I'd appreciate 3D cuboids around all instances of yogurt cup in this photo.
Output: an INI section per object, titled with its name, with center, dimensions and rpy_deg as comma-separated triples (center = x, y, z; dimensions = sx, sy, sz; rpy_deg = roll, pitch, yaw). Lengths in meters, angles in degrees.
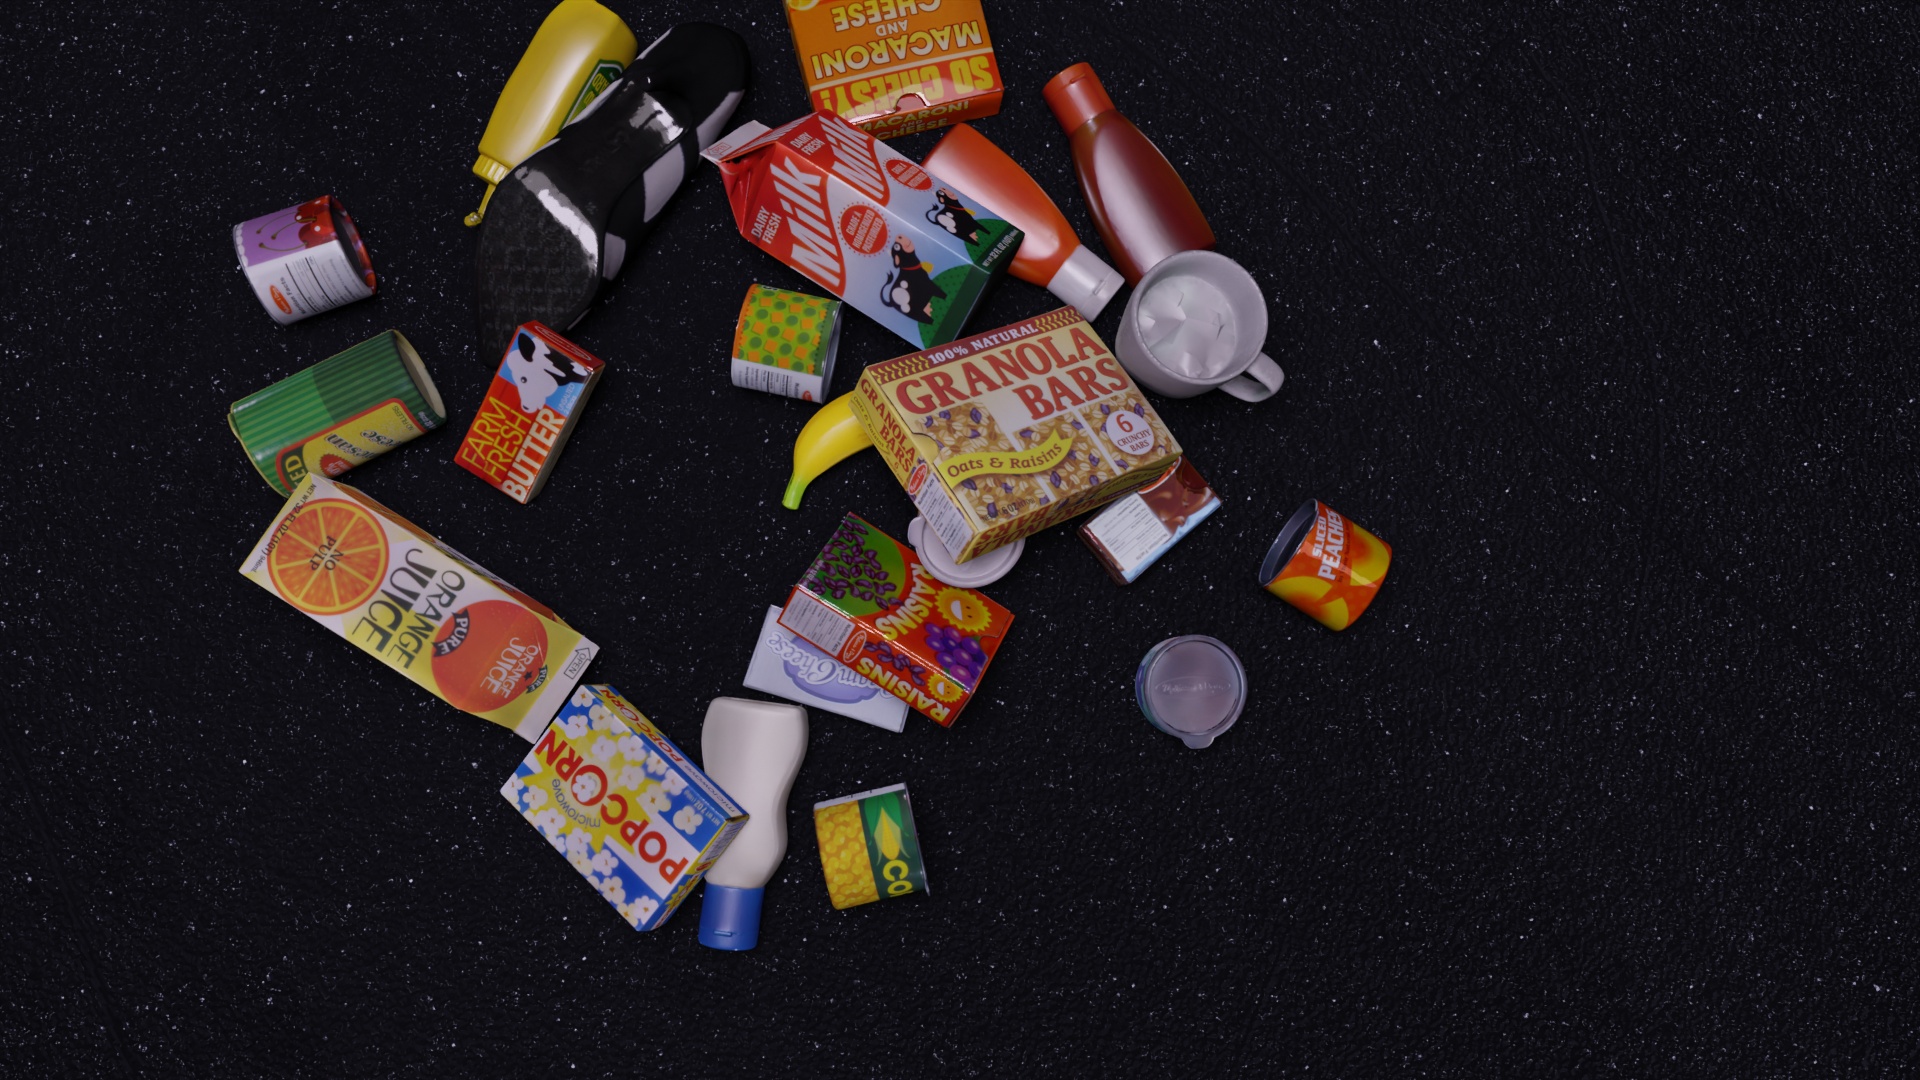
[yogurt cup]
center = 0.003, -0.011, 0.865
dimensions = 0.072, 0.054, 0.072
rpy_deg = -2, 110, -7

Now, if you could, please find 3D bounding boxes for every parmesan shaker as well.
[parmesan shaker]
center = -0.376, -0.078, 0.844
dimensions = 0.103, 0.071, 0.071
rpy_deg = -27, 87, -6

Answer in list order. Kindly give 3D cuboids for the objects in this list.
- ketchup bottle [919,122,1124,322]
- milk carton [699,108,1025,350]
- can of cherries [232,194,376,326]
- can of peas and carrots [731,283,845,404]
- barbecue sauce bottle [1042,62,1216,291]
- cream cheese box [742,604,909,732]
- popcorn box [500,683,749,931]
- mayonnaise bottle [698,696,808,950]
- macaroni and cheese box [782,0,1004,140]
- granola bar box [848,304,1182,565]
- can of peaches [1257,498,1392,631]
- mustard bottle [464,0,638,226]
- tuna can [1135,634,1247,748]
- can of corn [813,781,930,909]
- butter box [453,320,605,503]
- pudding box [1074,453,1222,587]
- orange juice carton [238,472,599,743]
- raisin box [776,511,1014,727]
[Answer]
[ketchup bottle]
center = 0.038, -0.201, 0.900
dimensions = 0.149, 0.043, 0.064
rpy_deg = 39, 90, 0
[milk carton]
center = -0.065, -0.201, 0.864
dimensions = 0.190, 0.073, 0.073
rpy_deg = 33, 39, 1
[can of cherries]
center = -0.402, -0.175, 0.856
dimensions = 0.058, 0.071, 0.071
rpy_deg = -21, 87, -6
[can of peas and carrots]
center = -0.108, -0.126, 0.871
dimensions = 0.059, 0.071, 0.071
rpy_deg = 11, 84, -2
[barbecue sauce bottle]
center = 0.105, -0.240, 0.909
dimensions = 0.065, 0.043, 0.148
rpy_deg = -29, 86, -10
[cream cheese box]
center = -0.079, 0.081, 0.873
dimensions = 0.104, 0.024, 0.053
rpy_deg = 17, 84, -2
[popcorn box]
center = -0.200, 0.157, 0.828
dimensions = 0.127, 0.038, 0.085
rpy_deg = 39, 94, 16
[mayonnaise bottle]
center = -0.133, 0.173, 0.853
dimensions = 0.065, 0.041, 0.148
rpy_deg = 7, 85, 4
[macaroni and cheese box]
center = -0.052, -0.352, 0.910
dimensions = 0.124, 0.040, 0.166
rpy_deg = -14, 85, -5
[granola bar box]
center = 0.035, -0.069, 0.838
dimensions = 0.166, 0.038, 0.124
rpy_deg = -22, 68, -33
[can of peaches]
center = 0.231, 0.015, 0.879
dimensions = 0.058, 0.071, 0.071
rpy_deg = 32, 83, -2
[mustard bottle]
center = -0.264, -0.263, 0.877
dimensions = 0.049, 0.065, 0.160
rpy_deg = 31, 89, 5
[tuna can]
center = 0.146, 0.096, 0.883
dimensions = 0.071, 0.033, 0.071
rpy_deg = 0, 84, -4
[can of corn]
center = -0.054, 0.187, 0.842
dimensions = 0.058, 0.071, 0.071
rpy_deg = -12, 86, -4
[butter box]
center = -0.266, -0.078, 0.856
dimensions = 0.053, 0.024, 0.103
rpy_deg = 32, 108, -1
[pudding box]
center = 0.121, -0.015, 0.894
dimensions = 0.084, 0.030, 0.049
rpy_deg = -40, 87, -7
[orange juice carton]
center = -0.318, 0.043, 0.836
dimensions = 0.193, 0.073, 0.072
rpy_deg = 32, 83, -1
[raisin box]
center = -0.038, 0.047, 0.849
dimensions = 0.123, 0.086, 0.040
rpy_deg = 32, 126, -1
